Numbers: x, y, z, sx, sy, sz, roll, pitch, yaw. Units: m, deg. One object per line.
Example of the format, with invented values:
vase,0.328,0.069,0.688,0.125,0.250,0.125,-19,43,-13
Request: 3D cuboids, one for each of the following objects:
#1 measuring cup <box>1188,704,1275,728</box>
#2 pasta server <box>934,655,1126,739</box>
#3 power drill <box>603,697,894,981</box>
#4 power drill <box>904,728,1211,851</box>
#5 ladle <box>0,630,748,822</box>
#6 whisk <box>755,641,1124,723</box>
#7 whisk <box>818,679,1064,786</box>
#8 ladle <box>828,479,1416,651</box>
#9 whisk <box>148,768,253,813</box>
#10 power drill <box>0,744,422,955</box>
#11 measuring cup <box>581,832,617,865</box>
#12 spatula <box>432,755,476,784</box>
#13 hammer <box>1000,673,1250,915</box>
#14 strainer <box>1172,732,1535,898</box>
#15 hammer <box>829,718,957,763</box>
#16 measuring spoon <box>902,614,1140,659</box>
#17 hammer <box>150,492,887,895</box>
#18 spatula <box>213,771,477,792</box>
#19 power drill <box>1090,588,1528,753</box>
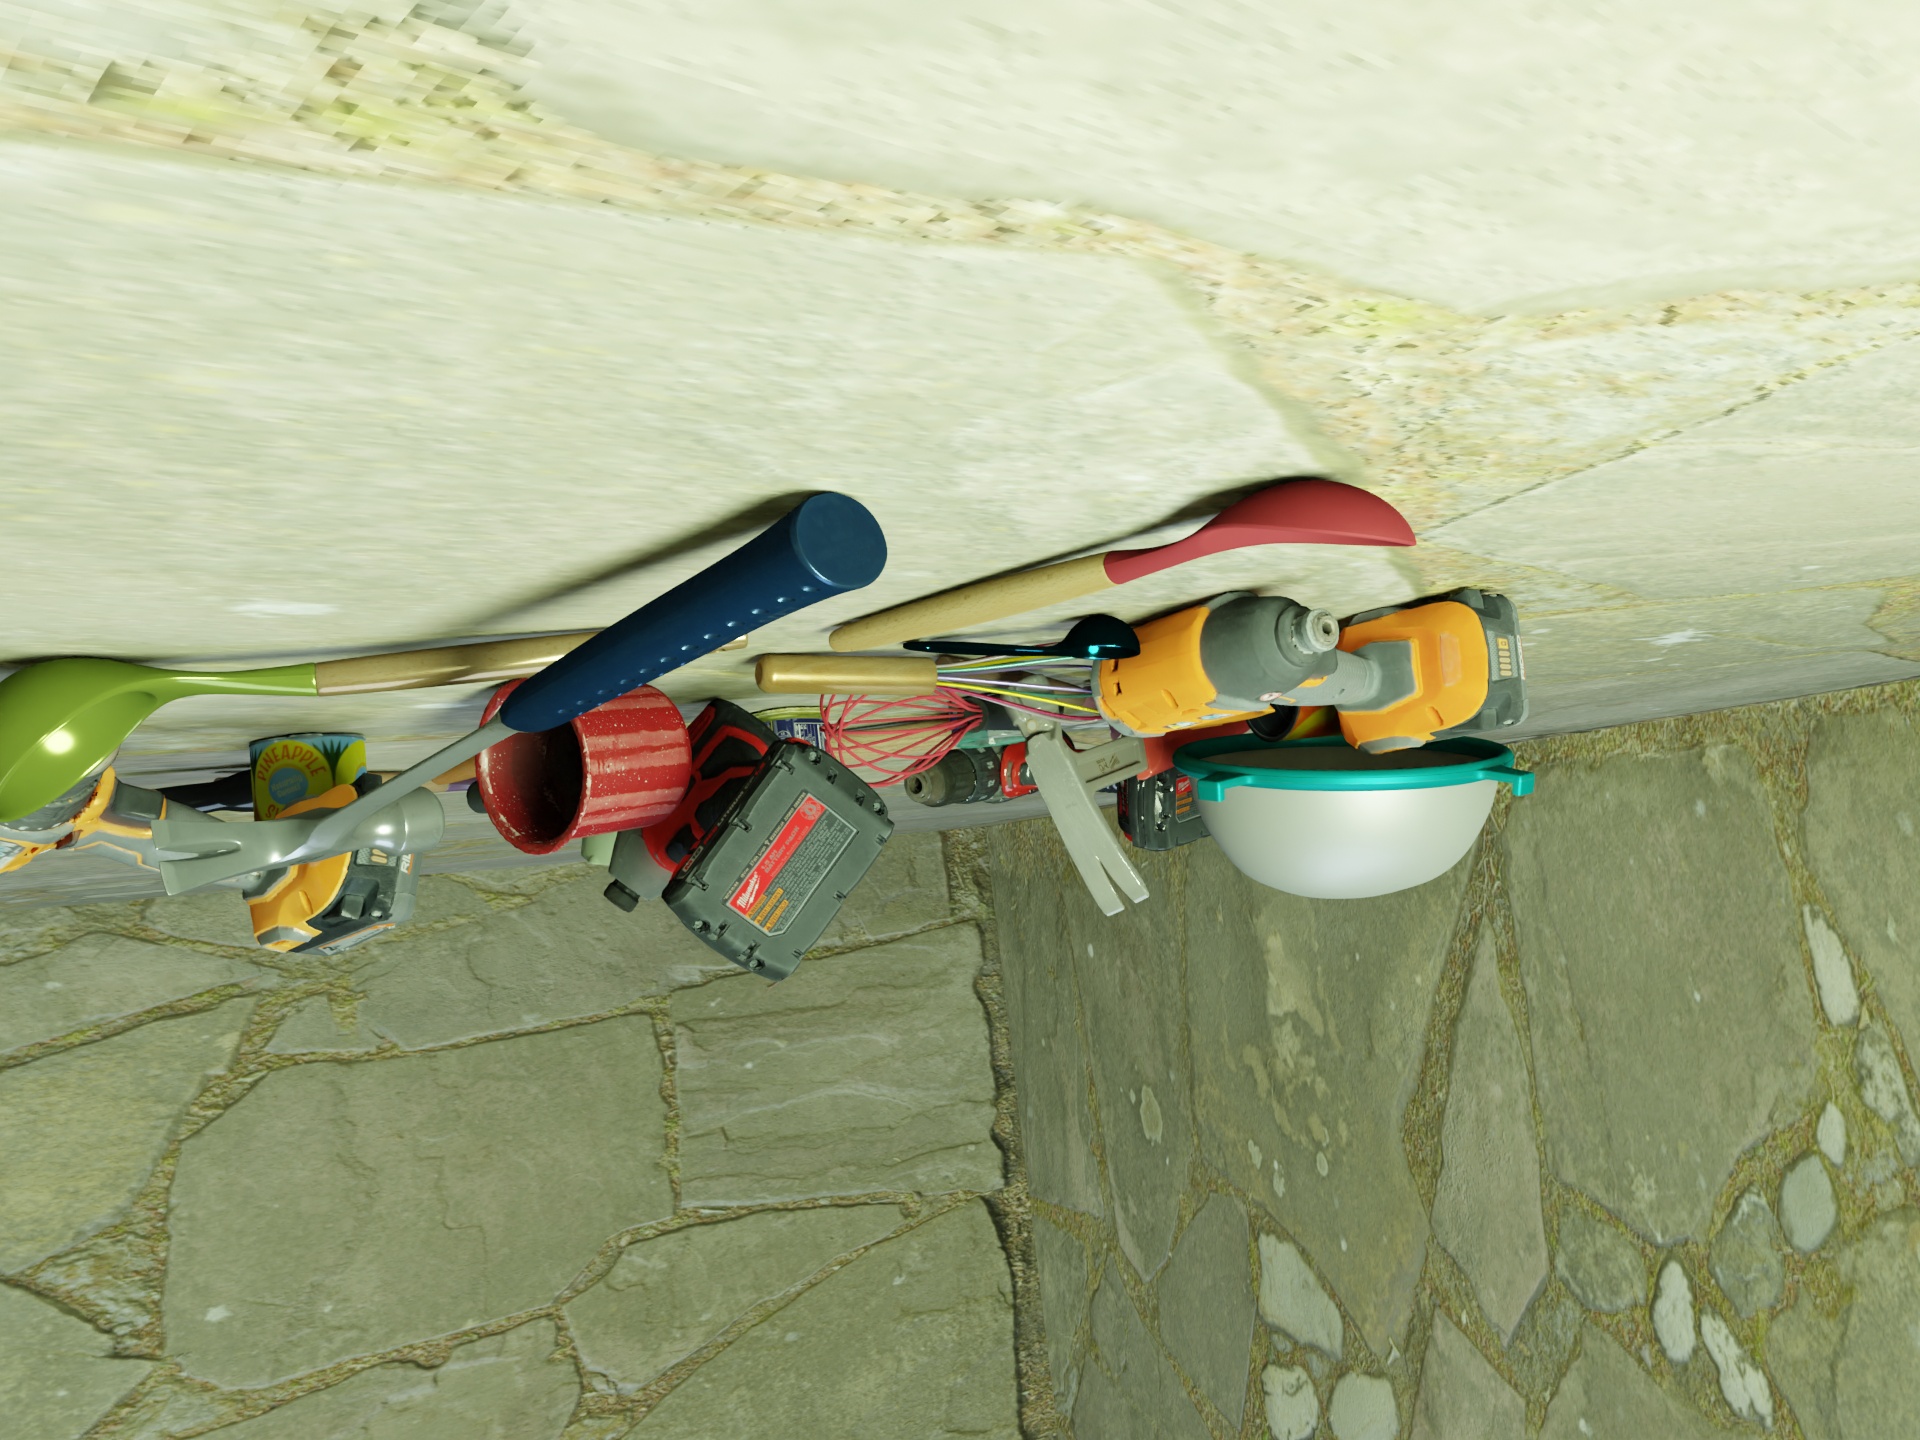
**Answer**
measuring cup,0.154,-0.022,1.036,0.095,0.052,0.173,-8,176,12
pasta server,0.060,-0.014,1.064,0.040,0.060,0.316,-36,160,21
power drill,-0.136,0.065,0.909,0.078,0.143,0.220,40,170,-24
power drill,0.085,0.047,1.286,0.227,0.080,0.188,7,-169,39
ladle,-0.247,-0.009,0.684,0.320,0.062,0.078,-7,170,-19
whisk,0.004,-0.023,0.895,0.245,0.047,0.051,0,162,-27
whisk,-0.002,-0.003,1.018,0.073,0.073,0.295,-10,178,29
ladle,0.047,-0.059,0.677,0.069,0.031,0.315,3,171,-44
whisk,-0.558,0.060,1.018,0.284,0.070,0.070,-10,176,-23
power drill,-0.391,0.051,0.810,0.226,0.084,0.185,21,148,-38
measuring cup,-0.194,0.082,1.099,0.168,0.038,0.083,7,-171,37
spatula,-0.297,0.030,1.058,0.081,0.041,0.322,-24,-174,-35
hammer,0.141,0.025,1.093,0.036,0.149,0.359,-30,173,27
strainer,0.246,0.057,1.080,0.211,0.095,0.340,-2,-175,4
hammer,-0.133,0.028,1.276,0.331,0.031,0.130,-8,174,10
measuring spoon,0.032,-0.047,0.854,0.128,0.021,0.042,2,172,9
hammer,-0.187,0.002,0.647,0.405,0.035,0.144,-23,171,40
spatula,-0.409,0.048,1.197,0.060,0.018,0.315,11,-175,35
power drill,0.208,-0.030,0.884,0.226,0.084,0.164,1,170,-30
